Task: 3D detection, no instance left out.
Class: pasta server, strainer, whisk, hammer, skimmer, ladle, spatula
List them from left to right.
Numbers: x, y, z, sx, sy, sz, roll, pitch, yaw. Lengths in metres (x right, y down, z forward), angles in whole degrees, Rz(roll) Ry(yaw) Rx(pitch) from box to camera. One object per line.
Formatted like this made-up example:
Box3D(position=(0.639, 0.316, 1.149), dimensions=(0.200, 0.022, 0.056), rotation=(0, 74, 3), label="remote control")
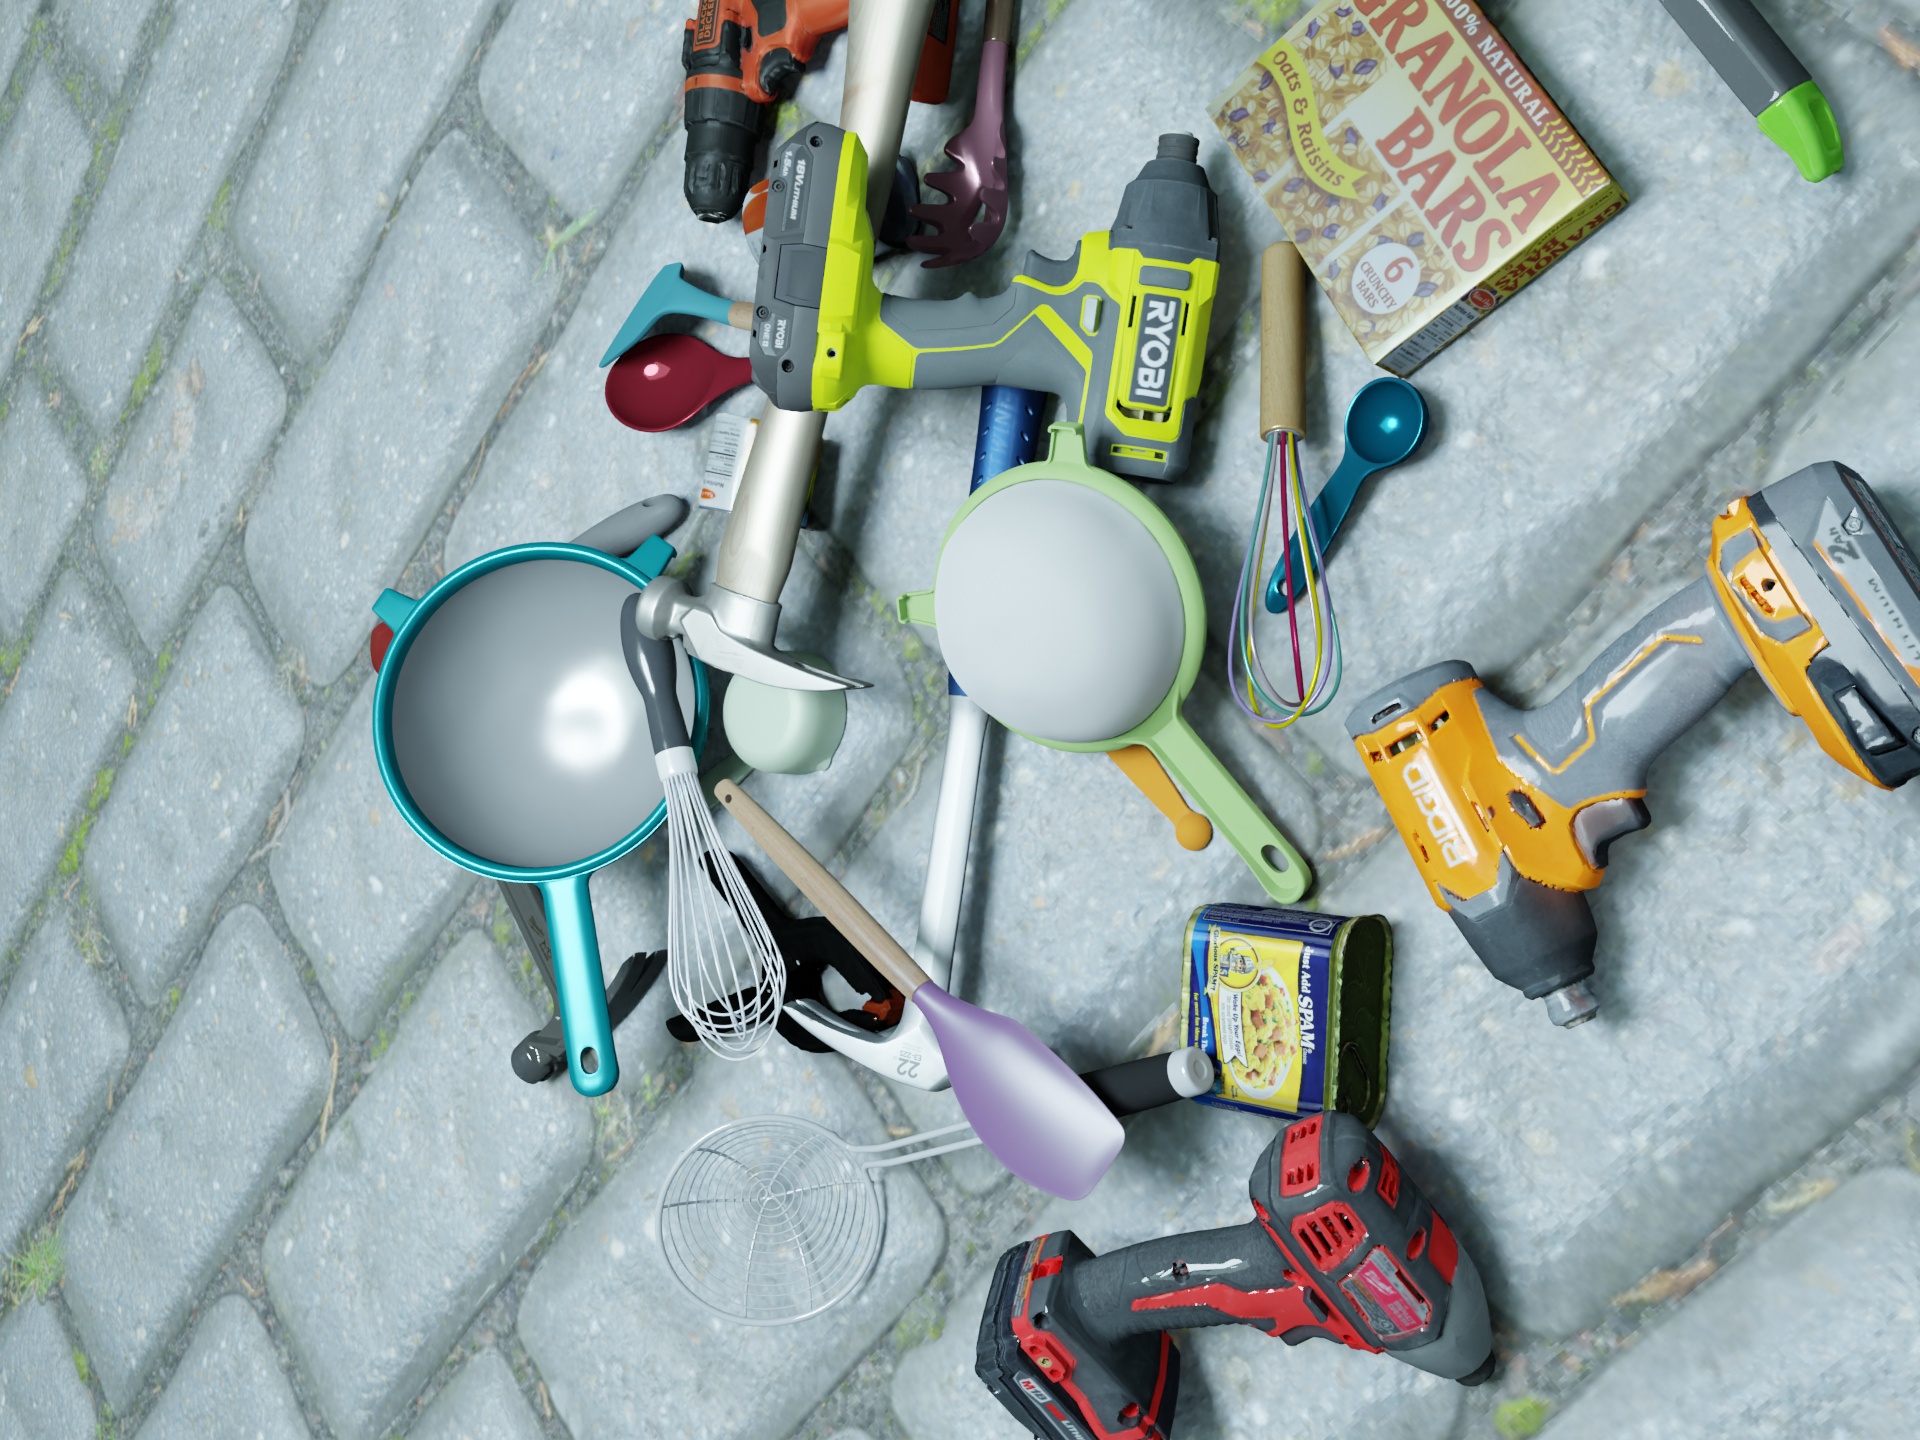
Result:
Box3D(position=(-0.328, 0.065, 1.115), dimensions=(0.149, 0.036, 0.359), rotation=(-44, 64, 26), label="hammer")
Box3D(position=(-0.278, -0.103, 1.084), dimensions=(0.239, 0.055, 0.055), rotation=(-21, 76, 29), label="whisk")
Box3D(position=(-0.242, 0.061, 1.001), dimensions=(0.211, 0.095, 0.340), rotation=(-11, 82, 3), label="strainer")
Box3D(position=(-0.158, 0.057, 0.922), dimensions=(0.070, 0.070, 0.285), rotation=(-26, 72, 32), label="whisk")
Box3D(position=(-0.108, -0.233, 0.946), dimensions=(0.318, 0.044, 0.082), rotation=(19, 74, 35), label="spatula")
Box3D(position=(-0.093, -0.222, 0.963), dimensions=(0.315, 0.031, 0.069), rotation=(-3, 76, 34), label="ladle")
Box3D(position=(-0.066, -0.219, 0.862), dimensions=(0.146, 0.038, 0.410), rotation=(21, 102, 23), label="hammer")
Box3D(position=(-0.036, 0.125, 0.818), dimensions=(0.316, 0.018, 0.059), rotation=(41, 104, 33), label="spatula")
Box3D(position=(-0.024, 0.239, 0.827), dimensions=(0.363, 0.090, 0.127), rotation=(-28, 100, 41), label="skimmer")
Box3D(position=(-0.001, -0.003, 0.865), dimensions=(0.144, 0.035, 0.405), rotation=(8, 90, 17), label="hammer")
Box3D(position=(0.017, -0.405, 0.884), dimensions=(0.060, 0.040, 0.316), rotation=(7, 91, 47), label="pasta server")
Box3D(position=(0.071, -0.005, 0.766), dimensions=(0.256, 0.069, 0.151), rotation=(50, 126, 7), label="strainer")
Box3D(position=(0.156, -0.115, 0.751), dimensions=(0.051, 0.047, 0.245), rotation=(3, 76, 2), label="whisk")

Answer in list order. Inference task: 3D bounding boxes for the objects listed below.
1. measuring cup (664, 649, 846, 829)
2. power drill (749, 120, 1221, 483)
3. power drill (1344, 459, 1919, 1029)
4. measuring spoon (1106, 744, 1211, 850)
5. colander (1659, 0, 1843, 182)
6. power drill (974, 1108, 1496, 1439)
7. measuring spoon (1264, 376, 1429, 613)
Box3D(position=(-0.141, 0.020, 0.978), dimensions=(0.167, 0.038, 0.083), rotation=(-39, 67, 26), label="measuring cup")
Box3D(position=(0.015, -0.219, 0.796), dimensions=(0.223, 0.080, 0.171), rotation=(8, 95, -2), label="power drill")
Box3D(position=(0.285, 0.017, 0.647), dimensions=(0.226, 0.084, 0.164), rotation=(-35, 69, 34), label="power drill")
Box3D(position=(0.090, 0.022, 0.828), dimensions=(0.021, 0.011, 0.117), rotation=(-49, 62, 24), label="measuring spoon")
Box3D(position=(0.219, -0.366, 0.682), dimensions=(0.397, 0.204, 0.094), rotation=(55, 140, 5), label="colander")
Box3D(position=(0.128, 0.274, 0.731), dimensions=(0.219, 0.079, 0.143), rotation=(-32, 106, 28), label="power drill")
Box3D(position=(0.185, -0.105, 0.765), dimensions=(0.042, 0.021, 0.128), rotation=(49, 124, 36), label="measuring spoon")
